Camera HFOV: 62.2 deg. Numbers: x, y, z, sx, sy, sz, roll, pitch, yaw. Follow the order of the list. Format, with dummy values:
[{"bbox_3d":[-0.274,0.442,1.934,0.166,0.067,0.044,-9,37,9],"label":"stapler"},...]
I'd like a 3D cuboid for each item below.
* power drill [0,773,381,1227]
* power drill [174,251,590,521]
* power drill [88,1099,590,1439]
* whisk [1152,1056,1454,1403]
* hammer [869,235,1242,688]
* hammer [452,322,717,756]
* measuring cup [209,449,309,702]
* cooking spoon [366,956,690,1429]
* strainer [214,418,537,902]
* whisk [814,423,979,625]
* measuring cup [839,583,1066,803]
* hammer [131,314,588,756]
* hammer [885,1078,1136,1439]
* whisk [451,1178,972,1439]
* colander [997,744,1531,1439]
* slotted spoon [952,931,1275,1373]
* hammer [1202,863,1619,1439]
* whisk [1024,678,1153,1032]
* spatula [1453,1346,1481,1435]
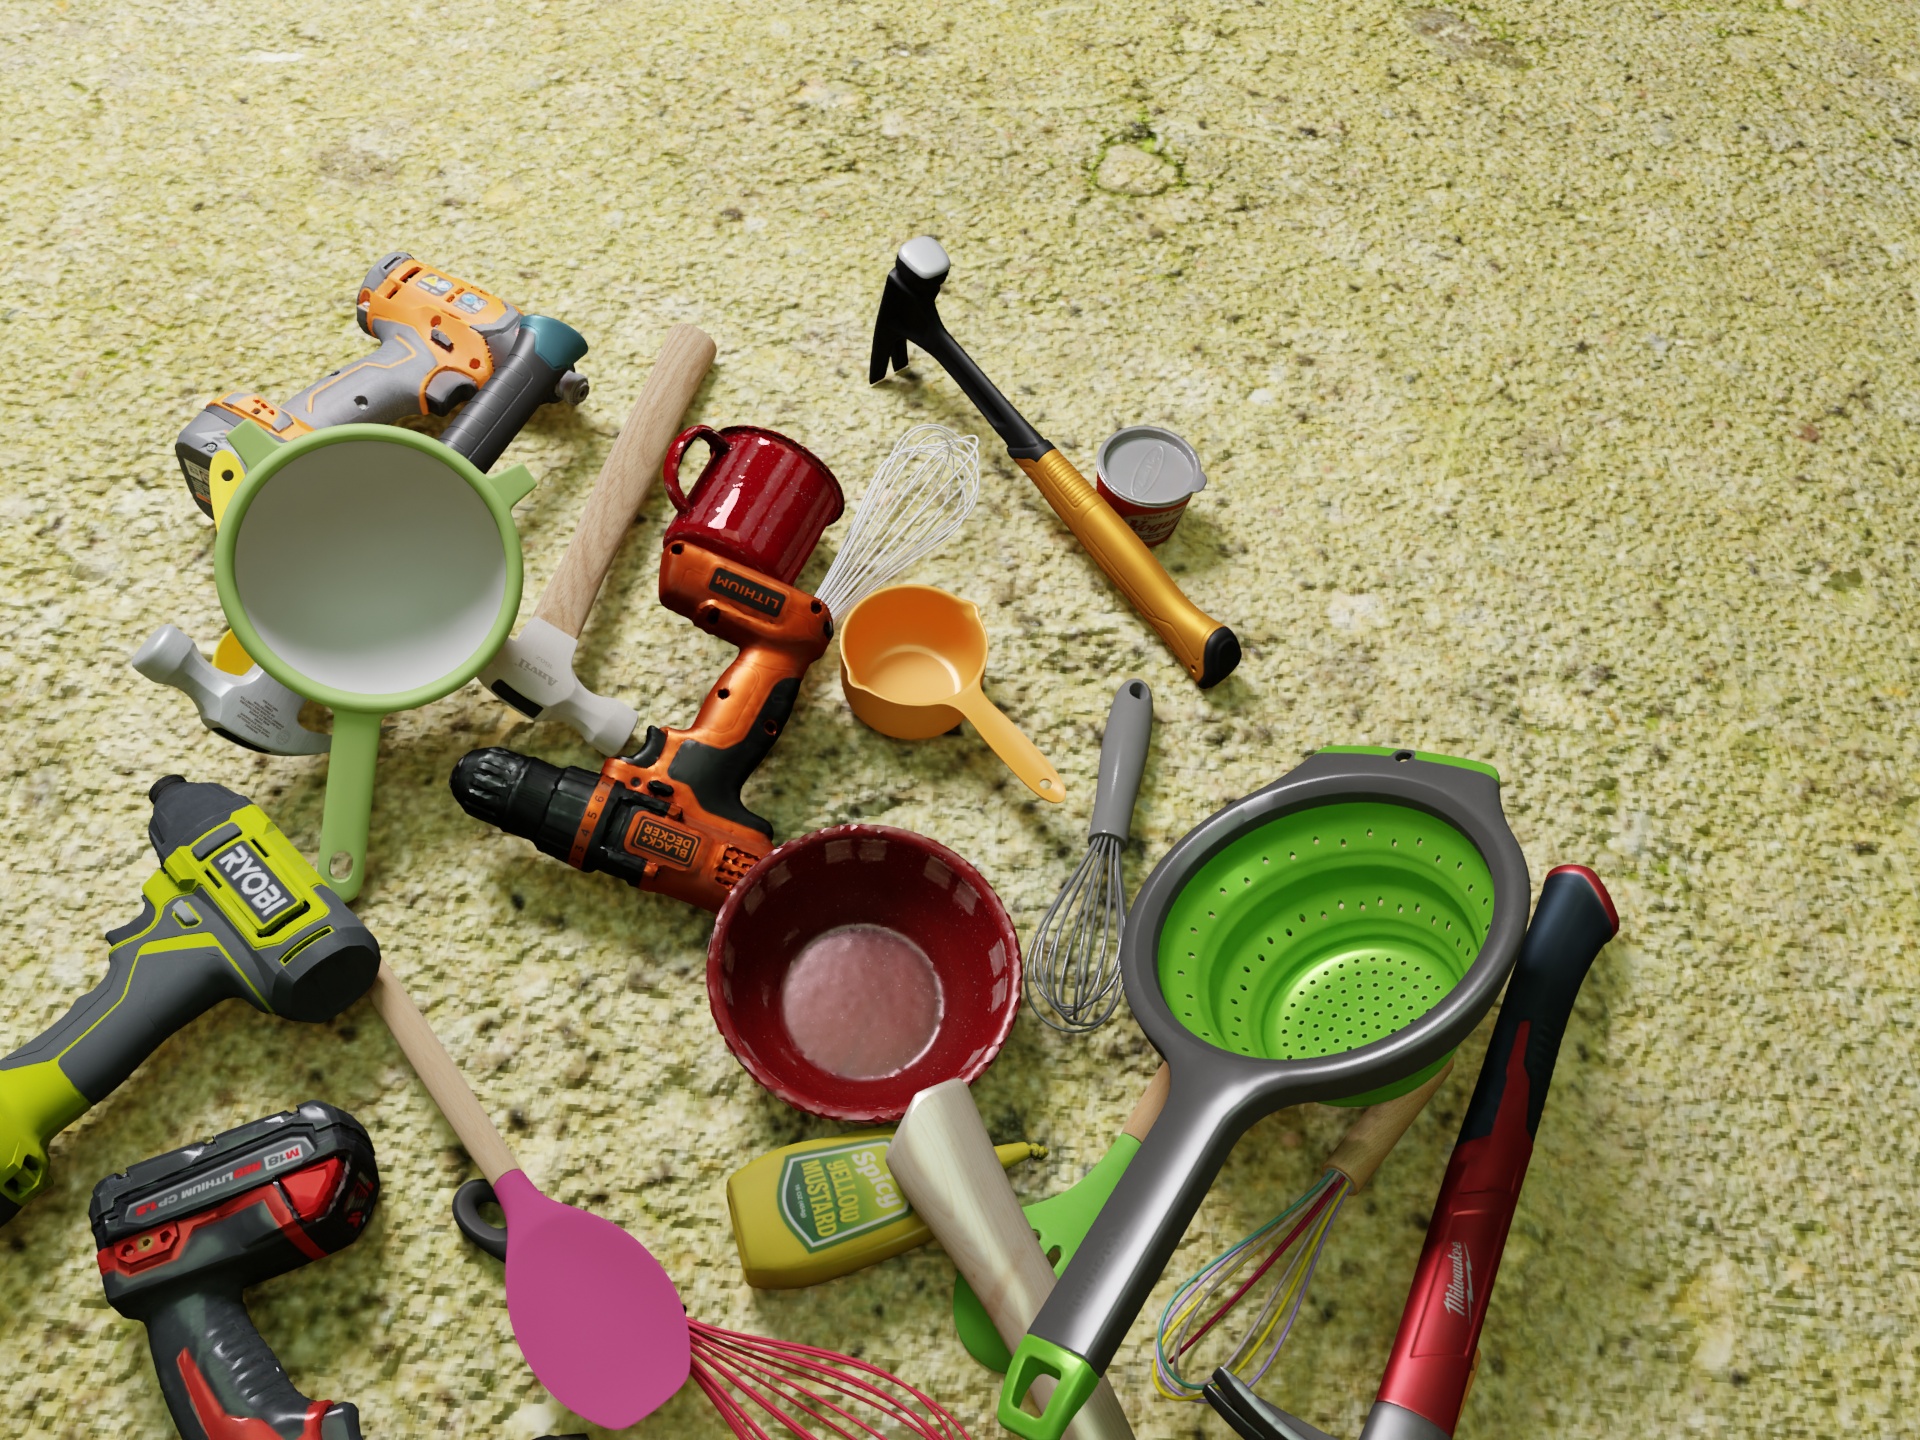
[{"bbox_3d":[-0.427,0.130,0.786,0.171,0.080,0.223,38,60,26],"label":"power drill"},{"bbox_3d":[-0.354,-0.194,1.006,0.164,0.084,0.227,27,55,10],"label":"power drill"},{"bbox_3d":[-0.274,0.290,0.704,0.188,0.080,0.227,-19,64,-16],"label":"power drill"},{"bbox_3d":[0.175,0.244,0.798,0.051,0.047,0.245,46,59,8],"label":"whisk"},{"bbox_3d":[0.057,-0.151,1.019,0.034,0.127,0.337,-33,75,-25],"label":"hammer"},{"bbox_3d":[-0.216,-0.137,0.988,0.130,0.031,0.332,33,48,-23],"label":"hammer"},{"bbox_3d":[-0.407,-0.078,0.918,0.062,0.029,0.156,-12,86,-7],"label":"measuring cup"},{"bbox_3d":[-0.230,0.203,0.768,0.069,0.017,0.319,-31,56,-24],"label":"cooking spoon"},{"bbox_3d":[-0.321,-0.032,0.858,0.151,0.256,0.069,6,11,-20],"label":"strainer"},{"bbox_3d":[-0.072,-0.080,0.974,0.070,0.070,0.285,30,64,13],"label":"whisk"},{"bbox_3d":[-0.001,-0.003,0.932,0.095,0.052,0.174,-34,68,-24],"label":"measuring cup"},{"bbox_3d":[-0.320,-0.119,0.927,0.033,0.128,0.331,-4,49,46],"label":"hammer"},{"bbox_3d":[0.082,0.347,0.693,0.146,0.038,0.411,-19,69,-19],"label":"hammer"},{"bbox_3d":[-0.118,0.290,0.731,0.296,0.073,0.073,25,58,18],"label":"whisk"},{"bbox_3d":[0.147,0.181,0.764,0.205,0.094,0.397,8,48,43],"label":"colander"},{"bbox_3d":[0.101,0.198,0.827,0.070,0.031,0.314,35,59,11],"label":"slotted spoon"},{"bbox_3d":[0.251,0.207,0.793,0.143,0.038,0.386,25,49,12],"label":"hammer"},{"bbox_3d":[0.080,0.068,0.900,0.055,0.055,0.239,14,53,3],"label":"whisk"},{"bbox_3d":[0.159,0.376,0.663,0.081,0.041,0.322,45,41,8],"label":"spatula"}]
